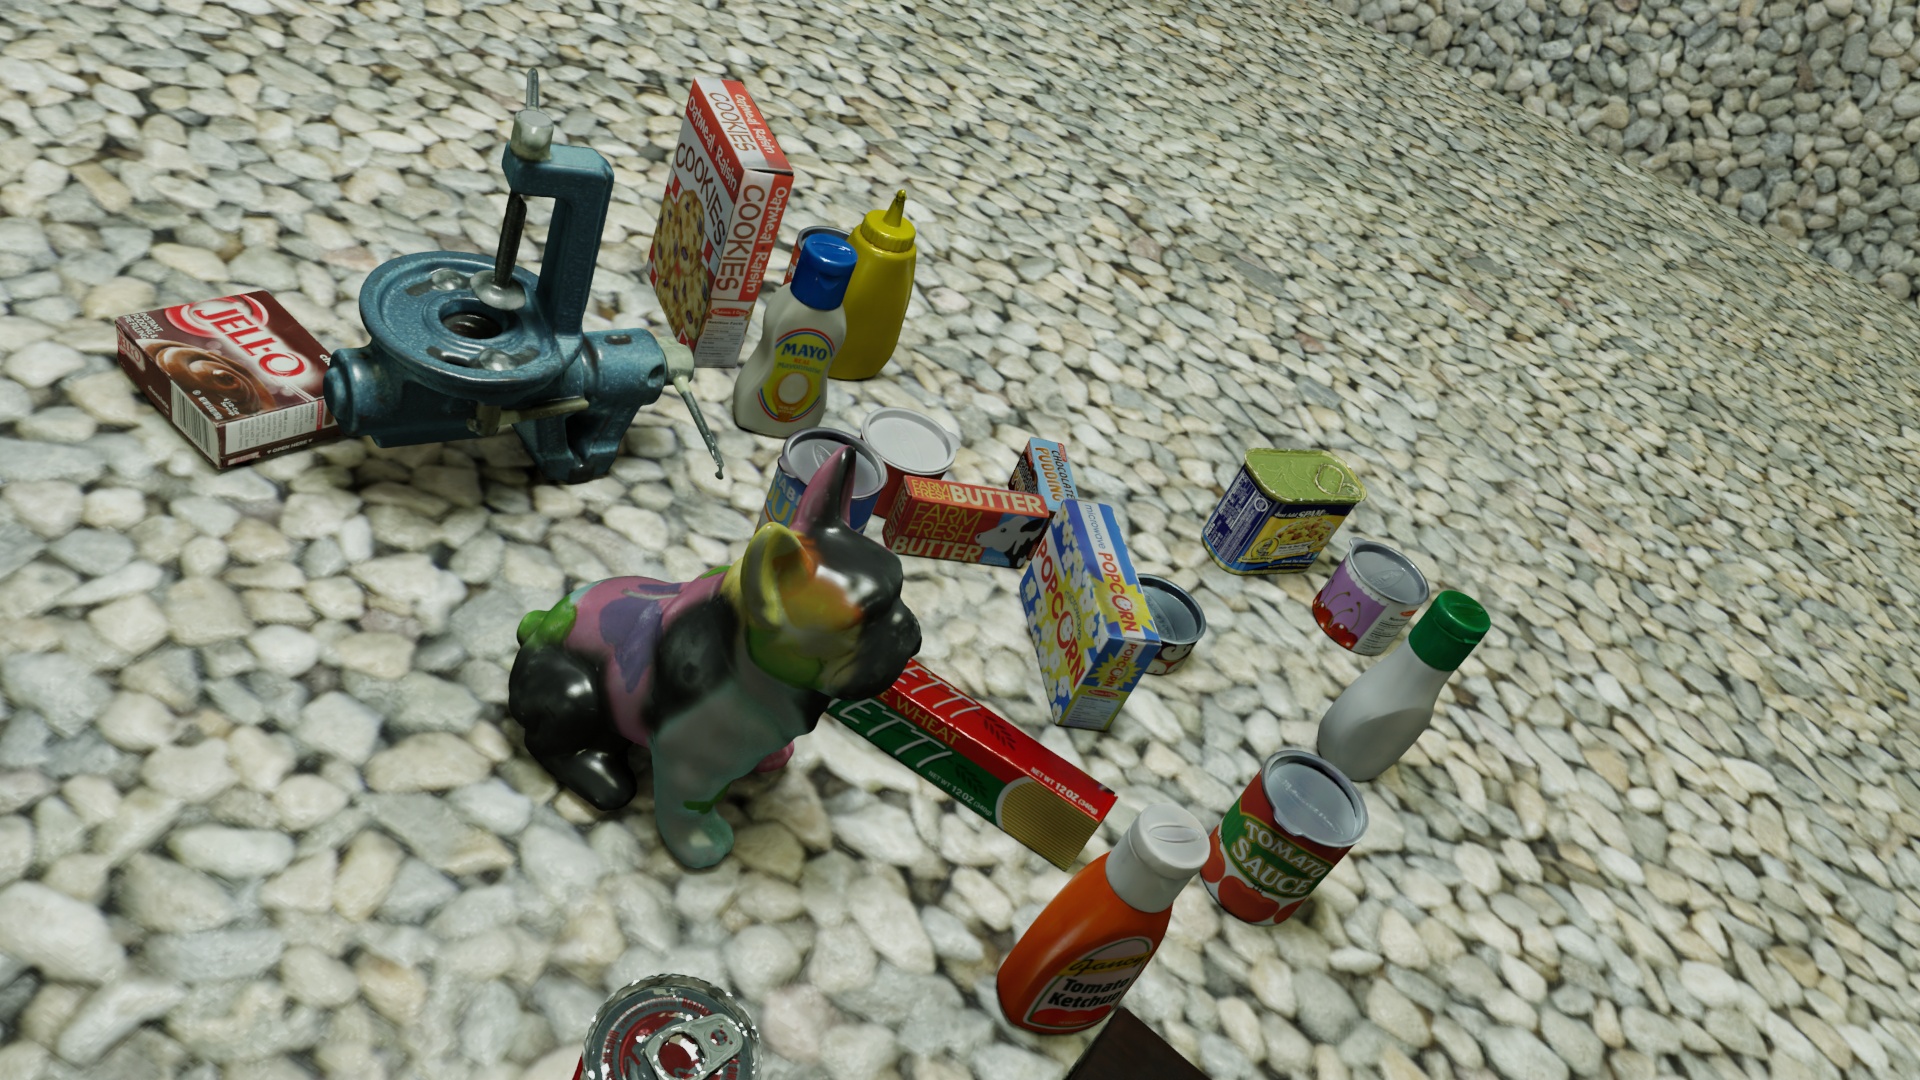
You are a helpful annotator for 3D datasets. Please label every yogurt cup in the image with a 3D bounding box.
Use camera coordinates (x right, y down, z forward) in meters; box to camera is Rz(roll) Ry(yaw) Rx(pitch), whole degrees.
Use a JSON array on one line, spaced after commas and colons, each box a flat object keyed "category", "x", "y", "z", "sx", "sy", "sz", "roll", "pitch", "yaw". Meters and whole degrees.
[{"category": "yogurt cup", "x": -0.043, "y": -0.051, "z": 0.961, "sx": 0.072, "sy": 0.053, "sz": 0.073, "roll": 16, "pitch": 39, "yaw": -13}]

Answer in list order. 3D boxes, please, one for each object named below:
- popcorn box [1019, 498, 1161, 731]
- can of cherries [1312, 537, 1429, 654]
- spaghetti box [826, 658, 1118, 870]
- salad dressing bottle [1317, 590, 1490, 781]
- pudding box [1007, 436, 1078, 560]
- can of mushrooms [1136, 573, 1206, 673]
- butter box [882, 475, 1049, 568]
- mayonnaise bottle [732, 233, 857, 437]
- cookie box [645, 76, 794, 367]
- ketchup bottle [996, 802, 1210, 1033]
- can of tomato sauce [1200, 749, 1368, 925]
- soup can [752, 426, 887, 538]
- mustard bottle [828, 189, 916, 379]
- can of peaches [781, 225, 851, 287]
[{"category": "popcorn box", "x": 0.080, "y": 0.046, "z": 0.891, "sx": 0.038, "sy": 0.084, "sz": 0.127, "roll": 9, "pitch": 41, "yaw": -21}, {"category": "can of cherries", "x": 0.306, "y": 0.041, "z": 1.044, "sx": 0.071, "sy": 0.058, "sz": 0.072, "roll": 16, "pitch": 39, "yaw": -13}, {"category": "spaghetti box", "x": -0.029, "y": 0.099, "z": 0.797, "sx": 0.250, "sy": 0.050, "sz": 0.029, "roll": 33, "pitch": 38, "yaw": 9}, {"category": "salad dressing bottle", "x": 0.287, "y": 0.095, "z": 0.899, "sx": 0.064, "sy": 0.146, "sz": 0.044, "roll": 7, "pitch": 41, "yaw": -22}, {"category": "pudding box", "x": 0.060, "y": -0.029, "z": 0.996, "sx": 0.030, "sy": 0.049, "sz": 0.084, "roll": 12, "pitch": 40, "yaw": -17}, {"category": "can of mushrooms", "x": 0.129, "y": 0.057, "z": 0.948, "sx": 0.071, "sy": 0.033, "sz": 0.071, "roll": 16, "pitch": 39, "yaw": -13}, {"category": "butter box", "x": 0.003, "y": -0.012, "z": 0.941, "sx": 0.103, "sy": 0.052, "sz": 0.024, "roll": 8, "pitch": 41, "yaw": -22}, {"category": "mayonnaise bottle", "x": -0.109, "y": -0.138, "z": 0.948, "sx": 0.065, "sy": 0.147, "sz": 0.041, "roll": 7, "pitch": 41, "yaw": -23}, {"category": "cookie box", "x": -0.176, "y": -0.227, "z": 0.999, "sx": 0.040, "sy": 0.166, "sz": 0.123, "roll": -2, "pitch": 46, "yaw": -32}, {"category": "ketchup bottle", "x": 0.071, "y": 0.184, "z": 0.674, "sx": 0.065, "sy": 0.148, "sz": 0.044, "roll": 6, "pitch": 42, "yaw": -24}, {"category": "can of tomato sauce", "x": 0.184, "y": 0.174, "z": 0.803, "sx": 0.071, "sy": 0.082, "sz": 0.071, "roll": 16, "pitch": 39, "yaw": -13}, {"category": "soup can", "x": -0.092, "y": -0.019, "z": 0.871, "sx": 0.071, "sy": 0.083, "sz": 0.072, "roll": 16, "pitch": 39, "yaw": -13}, {"category": "mustard bottle", "x": -0.065, "y": -0.193, "z": 1.026, "sx": 0.065, "sy": 0.159, "sz": 0.049, "roll": -2, "pitch": 46, "yaw": -31}, {"category": "can of peaches", "x": -0.107, "y": -0.207, "z": 1.102, "sx": 0.071, "sy": 0.057, "sz": 0.071, "roll": 16, "pitch": 39, "yaw": -13}]
